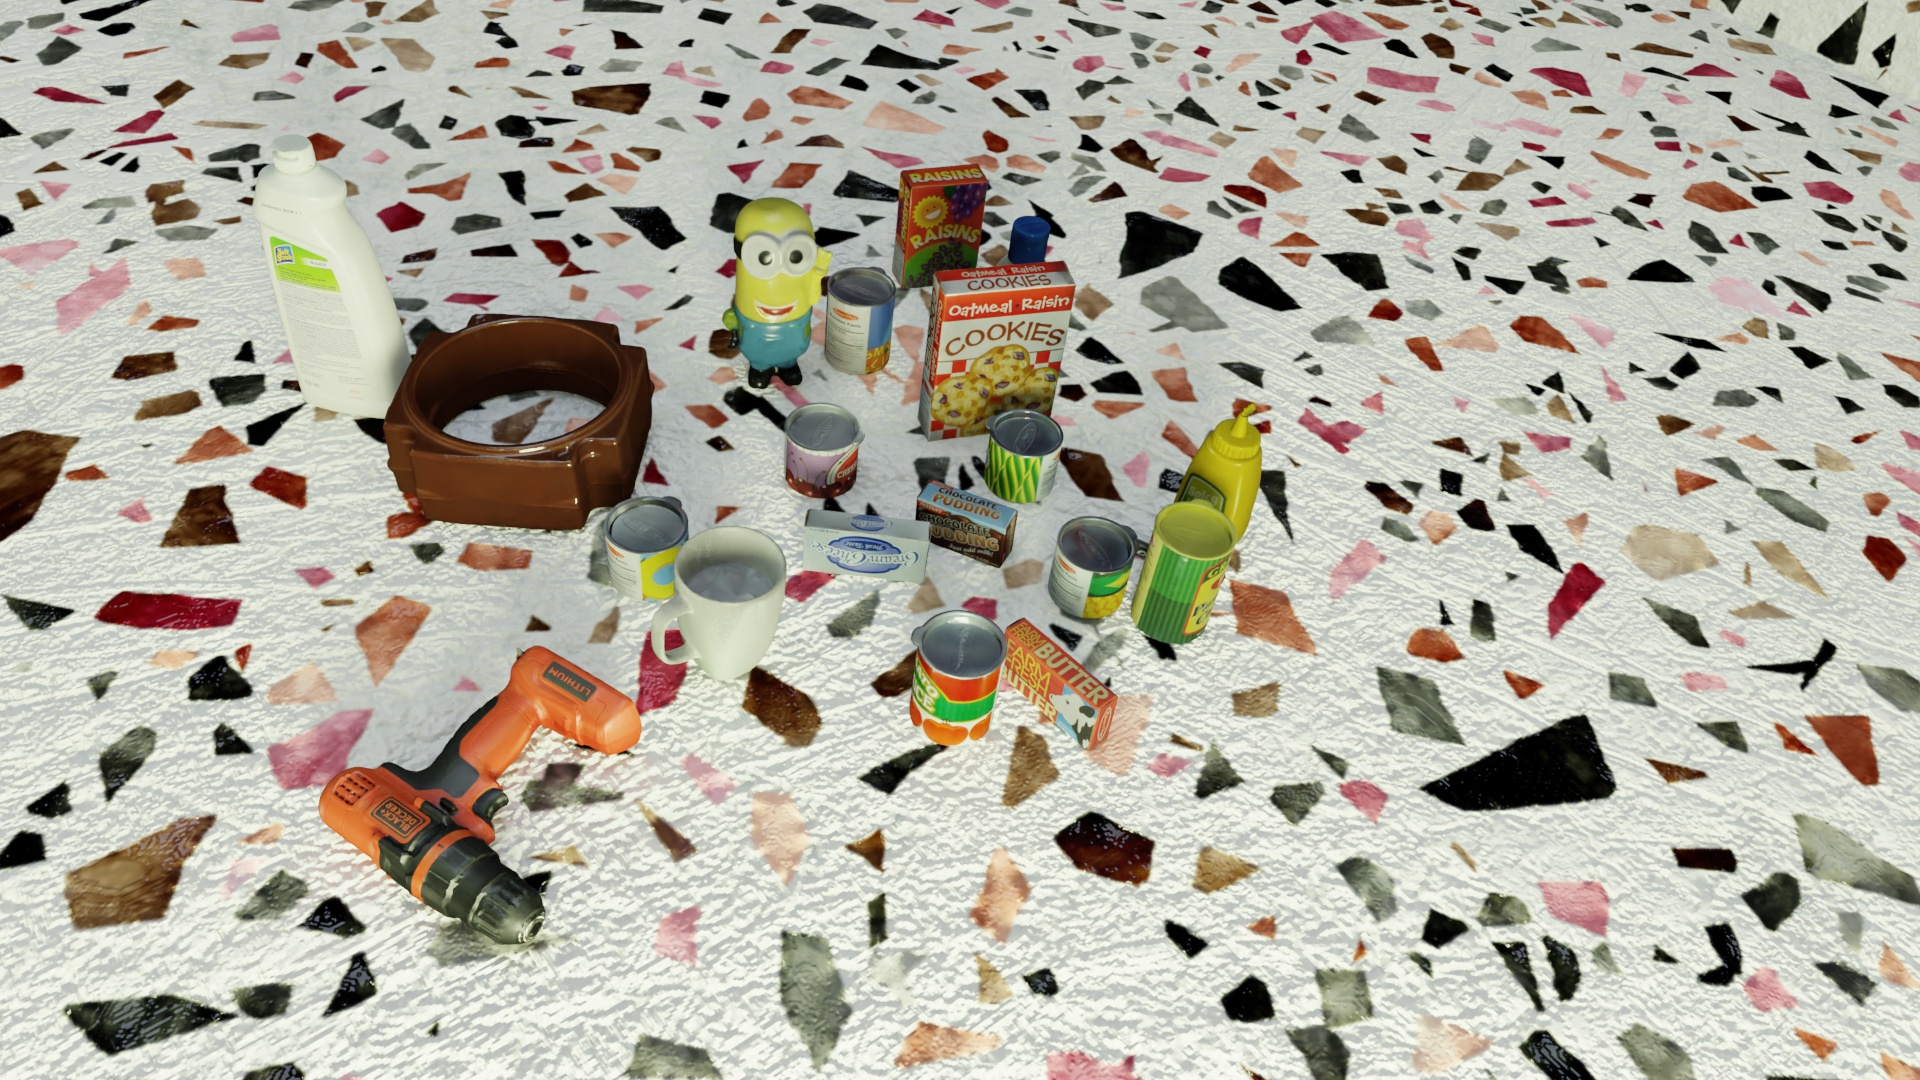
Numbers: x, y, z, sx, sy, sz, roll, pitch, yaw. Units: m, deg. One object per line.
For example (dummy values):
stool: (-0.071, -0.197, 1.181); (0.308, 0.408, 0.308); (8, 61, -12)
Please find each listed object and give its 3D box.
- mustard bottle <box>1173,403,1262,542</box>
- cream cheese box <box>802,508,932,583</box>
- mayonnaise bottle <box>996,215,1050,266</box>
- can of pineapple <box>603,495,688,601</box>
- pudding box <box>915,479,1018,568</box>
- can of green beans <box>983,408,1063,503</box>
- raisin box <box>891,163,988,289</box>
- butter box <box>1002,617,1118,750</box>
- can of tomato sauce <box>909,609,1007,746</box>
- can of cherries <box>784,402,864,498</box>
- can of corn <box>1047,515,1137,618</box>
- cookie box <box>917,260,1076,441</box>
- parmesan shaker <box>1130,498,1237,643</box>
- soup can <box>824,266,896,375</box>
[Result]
mustard bottle: (0.223, -0.055, 1.184); (0.049, 0.159, 0.065); (-32, 57, -34)
cream cheese box: (-0.078, 0.005, 1.152); (0.104, 0.053, 0.024); (6, 44, -2)
mayonnaise bottle: (0.059, -0.246, 1.363); (0.065, 0.147, 0.041); (-13, 48, -21)
can of pineapple: (-0.251, 0.006, 1.122); (0.071, 0.057, 0.071); (4, 44, -4)
pudding box: (0.004, -0.015, 1.188); (0.084, 0.049, 0.030); (21, 45, 12)
can of green beans: (0.056, -0.076, 1.253); (0.071, 0.057, 0.071); (4, 44, -4)
raisin box: (-0.022, -0.328, 1.452); (0.086, 0.122, 0.040); (-9, 47, -17)
butter box: (0.073, 0.110, 1.068); (0.024, 0.052, 0.104); (-30, 56, -33)
can of tomato sauce: (-0.005, 0.104, 1.041); (0.071, 0.082, 0.071); (4, 44, -4)
can of cherries: (-0.121, -0.078, 1.227); (0.071, 0.058, 0.072); (4, 44, -4)
can of corn: (0.111, 0.022, 1.160); (0.071, 0.058, 0.071); (4, 44, -4)
cookie box: (0.030, -0.172, 1.269); (0.123, 0.166, 0.040); (-8, 46, -17)
parmesan shaker: (0.182, 0.026, 1.135); (0.071, 0.102, 0.072); (4, 44, -4)
soup can: (-0.097, -0.215, 1.353); (0.071, 0.083, 0.072); (4, 44, -4)
